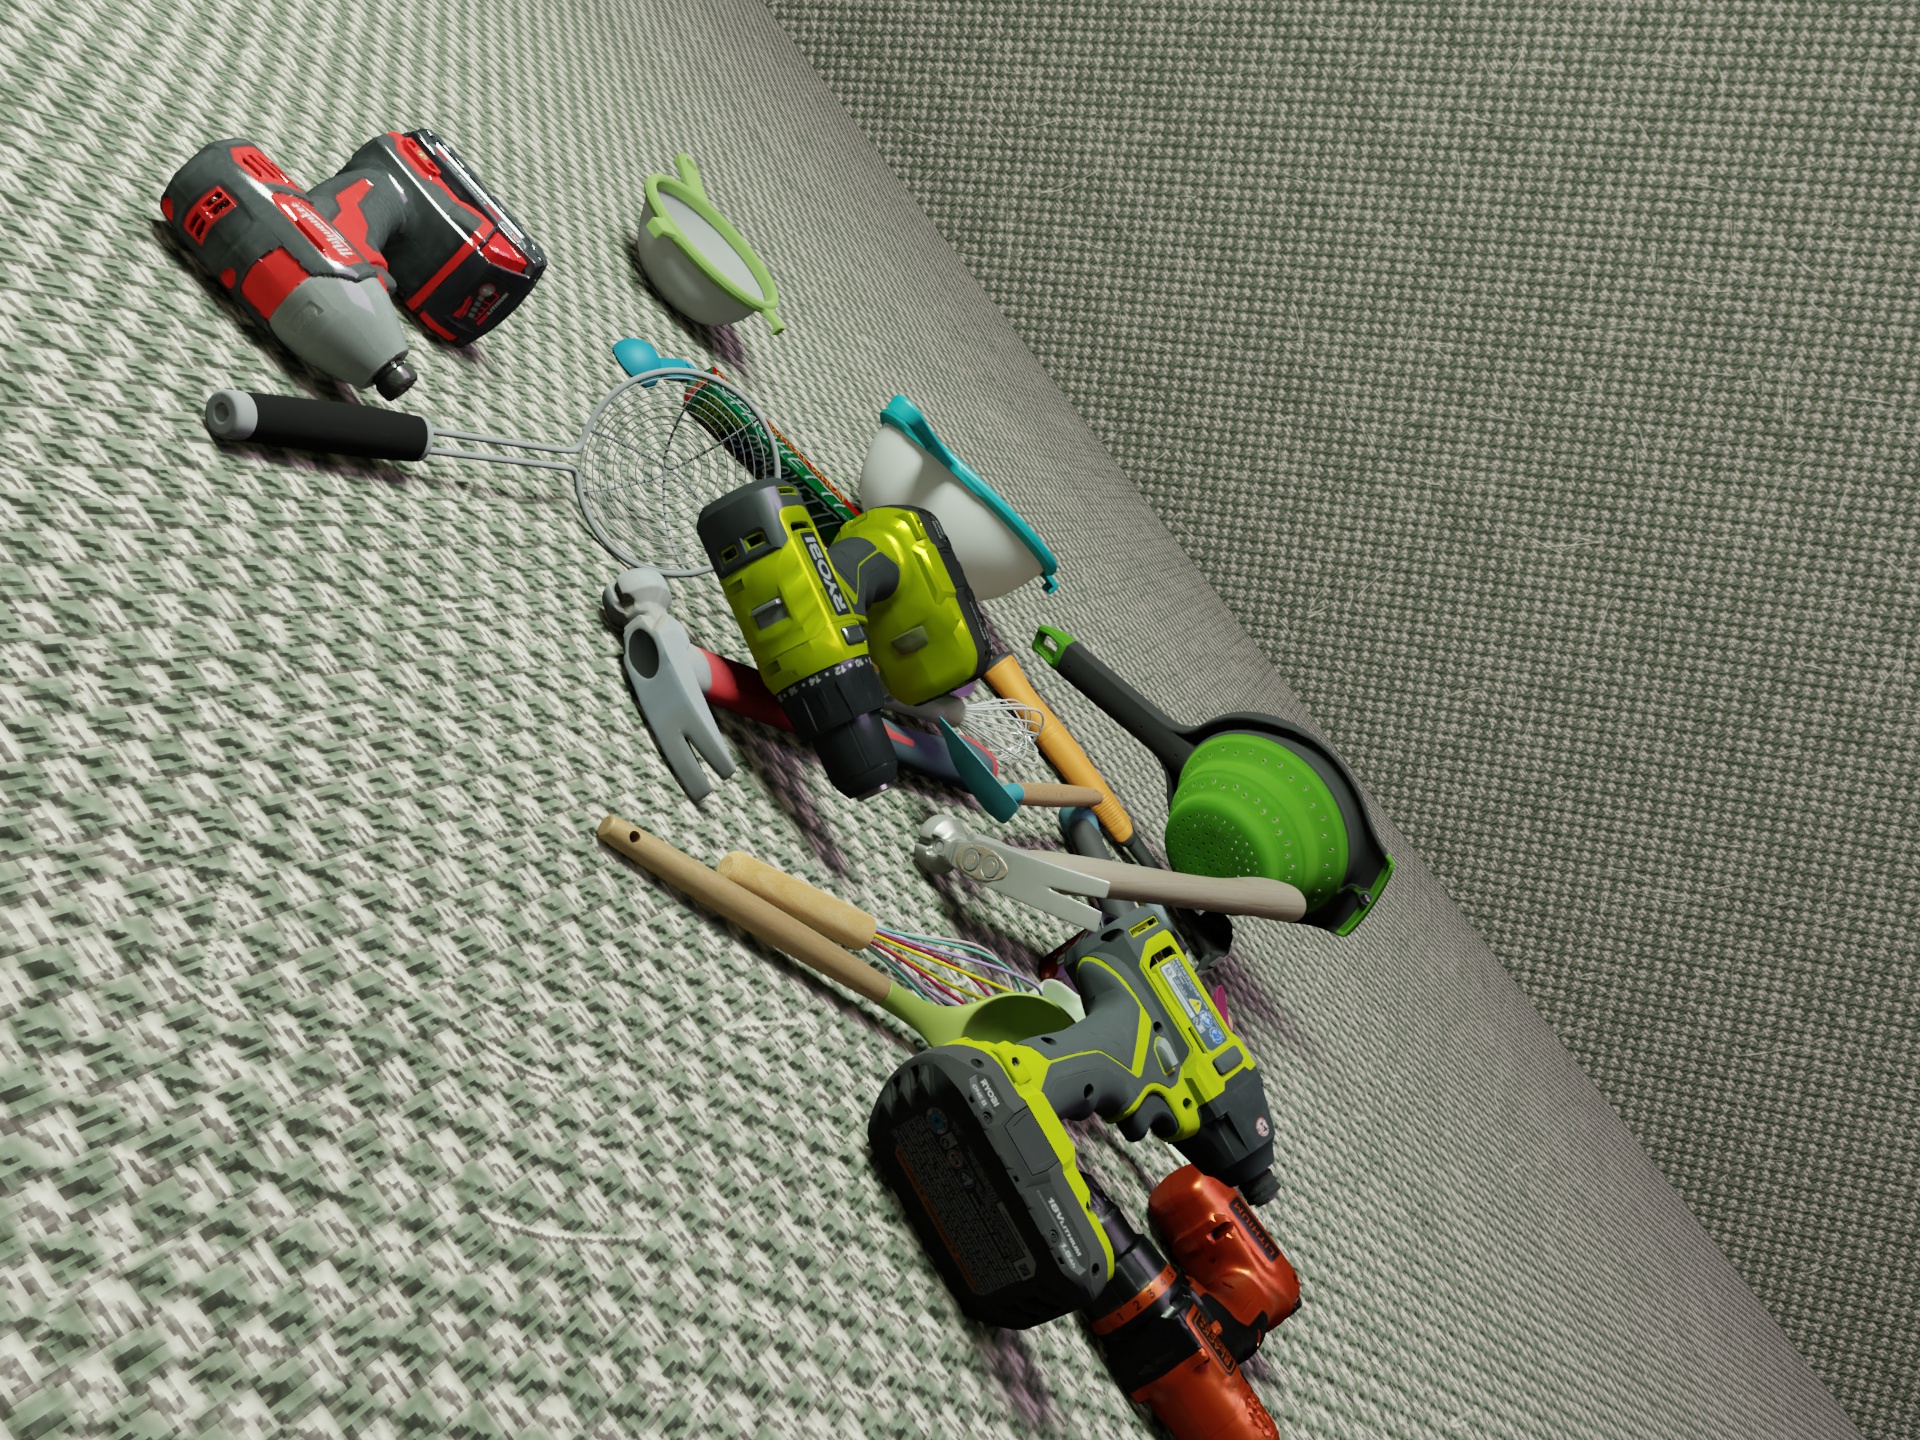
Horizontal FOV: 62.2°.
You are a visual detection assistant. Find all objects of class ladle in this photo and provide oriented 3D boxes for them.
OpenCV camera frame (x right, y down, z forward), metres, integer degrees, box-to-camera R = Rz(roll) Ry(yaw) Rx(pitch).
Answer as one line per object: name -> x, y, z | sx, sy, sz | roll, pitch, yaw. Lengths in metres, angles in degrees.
ladle -> -0.052, 0.128, 0.829 | 0.319, 0.062, 0.078 | 37, 54, -32

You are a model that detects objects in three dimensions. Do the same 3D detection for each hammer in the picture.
hammer -> 0.150, 0.123, 1.146 | 0.146, 0.038, 0.410 | 18, 3, 40
hammer -> -0.073, 0.015, 1.028 | 0.386, 0.038, 0.143 | 22, 35, -58
hammer -> 0.137, 0.180, 1.212 | 0.128, 0.033, 0.331 | 61, 5, -40
hammer -> 0.128, 0.079, 1.419 | 0.337, 0.034, 0.127 | 52, 16, 2

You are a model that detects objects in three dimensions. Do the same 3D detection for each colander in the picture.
colander -> 0.188, 0.052, 1.409 | 0.397, 0.204, 0.094 | 41, 46, 22

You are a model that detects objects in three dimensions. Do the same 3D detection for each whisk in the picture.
whisk -> -0.042, 0.128, 0.891 | 0.244, 0.051, 0.047 | 32, 5, -38
whisk -> -0.002, -0.004, 1.219 | 0.246, 0.058, 0.059 | 18, 38, -58

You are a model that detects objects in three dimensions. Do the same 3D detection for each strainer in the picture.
strainer -> -0.033, -0.184, 1.358 | 0.211, 0.095, 0.340 | 43, 2, 15
strainer -> -0.247, -0.430, 1.419 | 0.151, 0.069, 0.257 | 34, 24, -39

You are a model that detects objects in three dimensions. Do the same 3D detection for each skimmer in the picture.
skimmer -> -0.227, -0.143, 0.857 | 0.090, 0.127, 0.363 | 13, 9, 23

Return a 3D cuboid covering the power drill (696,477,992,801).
power drill -> -0.061, -0.054, 0.996 | 0.190, 0.080, 0.228 | 65, 22, 1

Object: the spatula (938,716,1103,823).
spatula -> 0.059, 0.049, 1.182 | 0.082, 0.044, 0.317 | 48, 15, 19

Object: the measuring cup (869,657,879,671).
measuring cup -> -0.099, -0.083, 1.165 | 0.156, 0.029, 0.062 | 51, 17, -10

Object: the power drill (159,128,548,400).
power drill -> -0.320, -0.251, 0.872 | 0.143, 0.078, 0.220 | 48, 20, -12

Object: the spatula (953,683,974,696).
spatula -> 0.000, -0.049, 1.284 | 0.060, 0.018, 0.316 | 38, 9, 3

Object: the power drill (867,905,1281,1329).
power drill -> 0.073, 0.206, 0.818 | 0.223, 0.080, 0.171 | -19, 74, -49

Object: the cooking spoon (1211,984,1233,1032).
cooking spoon -> 0.194, 0.231, 1.187 | 0.318, 0.017, 0.069 | 40, 44, -77

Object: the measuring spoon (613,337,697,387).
measuring spoon -> -0.229, -0.282, 1.245 | 0.042, 0.021, 0.128 | 52, 18, 1

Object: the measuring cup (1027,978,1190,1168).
measuring cup -> 0.089, 0.237, 1.000 | 0.167, 0.038, 0.083 | 51, 17, -10
